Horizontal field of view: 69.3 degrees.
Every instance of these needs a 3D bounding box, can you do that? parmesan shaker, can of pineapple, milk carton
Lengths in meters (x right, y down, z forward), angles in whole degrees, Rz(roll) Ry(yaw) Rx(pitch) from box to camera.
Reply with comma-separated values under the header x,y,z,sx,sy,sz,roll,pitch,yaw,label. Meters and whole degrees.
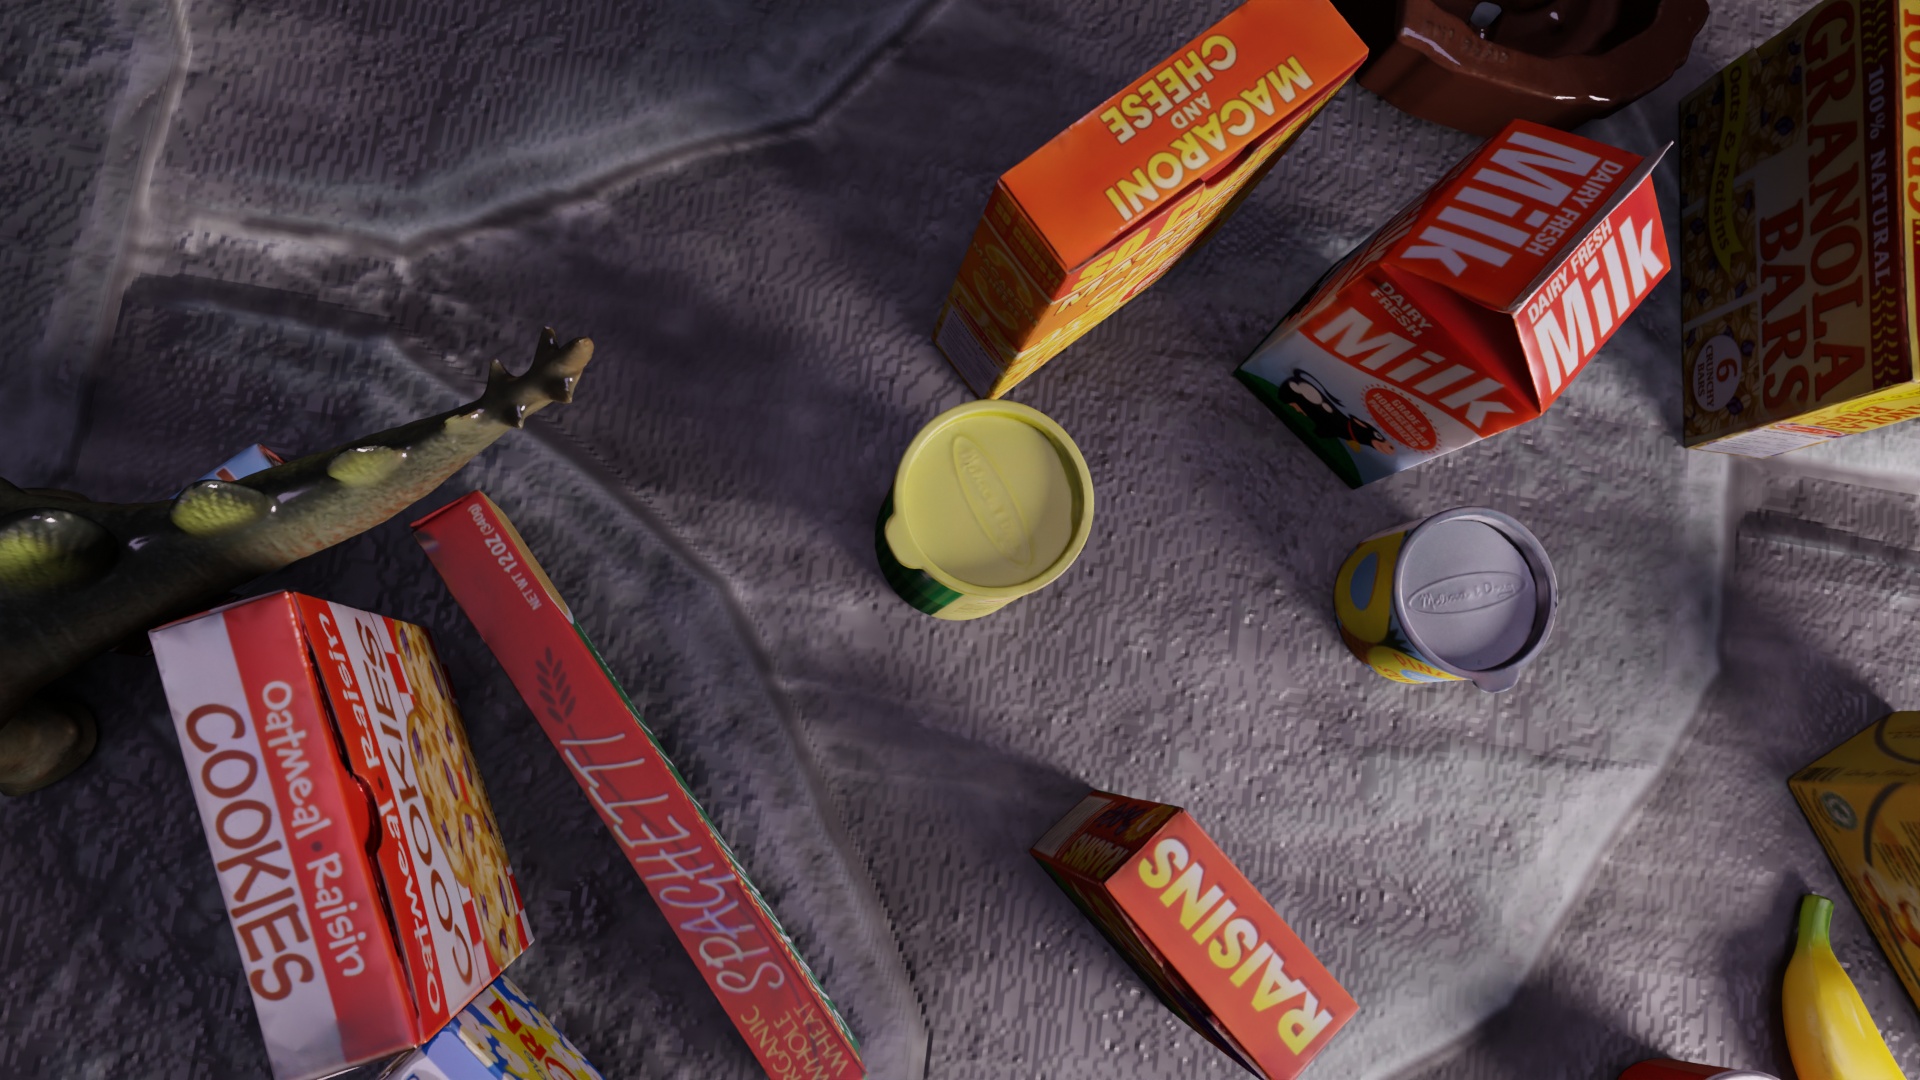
x,y,z,sx,sy,sz,roll,pitch,yaw,label
0.002,-0.006,0.502,0.071,0.103,0.071,1,82,-8,parmesan shaker
0.189,0.025,0.547,0.071,0.057,0.071,1,82,-8,can of pineapple
0.173,-0.081,0.493,0.073,0.190,0.072,44,79,0,milk carton

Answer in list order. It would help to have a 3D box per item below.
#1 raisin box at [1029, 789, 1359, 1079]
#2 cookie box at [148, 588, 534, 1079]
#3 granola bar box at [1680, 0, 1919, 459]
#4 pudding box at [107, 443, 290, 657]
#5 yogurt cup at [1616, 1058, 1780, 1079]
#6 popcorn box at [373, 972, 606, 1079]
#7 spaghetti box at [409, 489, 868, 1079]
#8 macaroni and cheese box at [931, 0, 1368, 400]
x,y,z,sx,sy,sz,roll,pitch,yaw,label
0.074,0.132,0.482,0.040,0.123,0.086,-41,89,-11,raisin box
-0.181,0.085,0.430,0.040,0.167,0.123,-18,85,-10,cookie box
0.344,-0.126,0.557,0.039,0.124,0.165,5,81,-7,granola bar box
-0.268,0.005,0.489,0.084,0.049,0.030,-37,89,-11,pudding box
0.285,0.233,0.533,0.072,0.054,0.072,1,82,-8,yogurt cup
-0.132,0.207,0.461,0.038,0.085,0.126,-44,90,-11,popcorn box
-0.113,0.094,0.498,0.029,0.050,0.250,-34,88,-11,spaghetti box
0.058,-0.115,0.494,0.124,0.166,0.040,-38,89,-11,macaroni and cheese box
